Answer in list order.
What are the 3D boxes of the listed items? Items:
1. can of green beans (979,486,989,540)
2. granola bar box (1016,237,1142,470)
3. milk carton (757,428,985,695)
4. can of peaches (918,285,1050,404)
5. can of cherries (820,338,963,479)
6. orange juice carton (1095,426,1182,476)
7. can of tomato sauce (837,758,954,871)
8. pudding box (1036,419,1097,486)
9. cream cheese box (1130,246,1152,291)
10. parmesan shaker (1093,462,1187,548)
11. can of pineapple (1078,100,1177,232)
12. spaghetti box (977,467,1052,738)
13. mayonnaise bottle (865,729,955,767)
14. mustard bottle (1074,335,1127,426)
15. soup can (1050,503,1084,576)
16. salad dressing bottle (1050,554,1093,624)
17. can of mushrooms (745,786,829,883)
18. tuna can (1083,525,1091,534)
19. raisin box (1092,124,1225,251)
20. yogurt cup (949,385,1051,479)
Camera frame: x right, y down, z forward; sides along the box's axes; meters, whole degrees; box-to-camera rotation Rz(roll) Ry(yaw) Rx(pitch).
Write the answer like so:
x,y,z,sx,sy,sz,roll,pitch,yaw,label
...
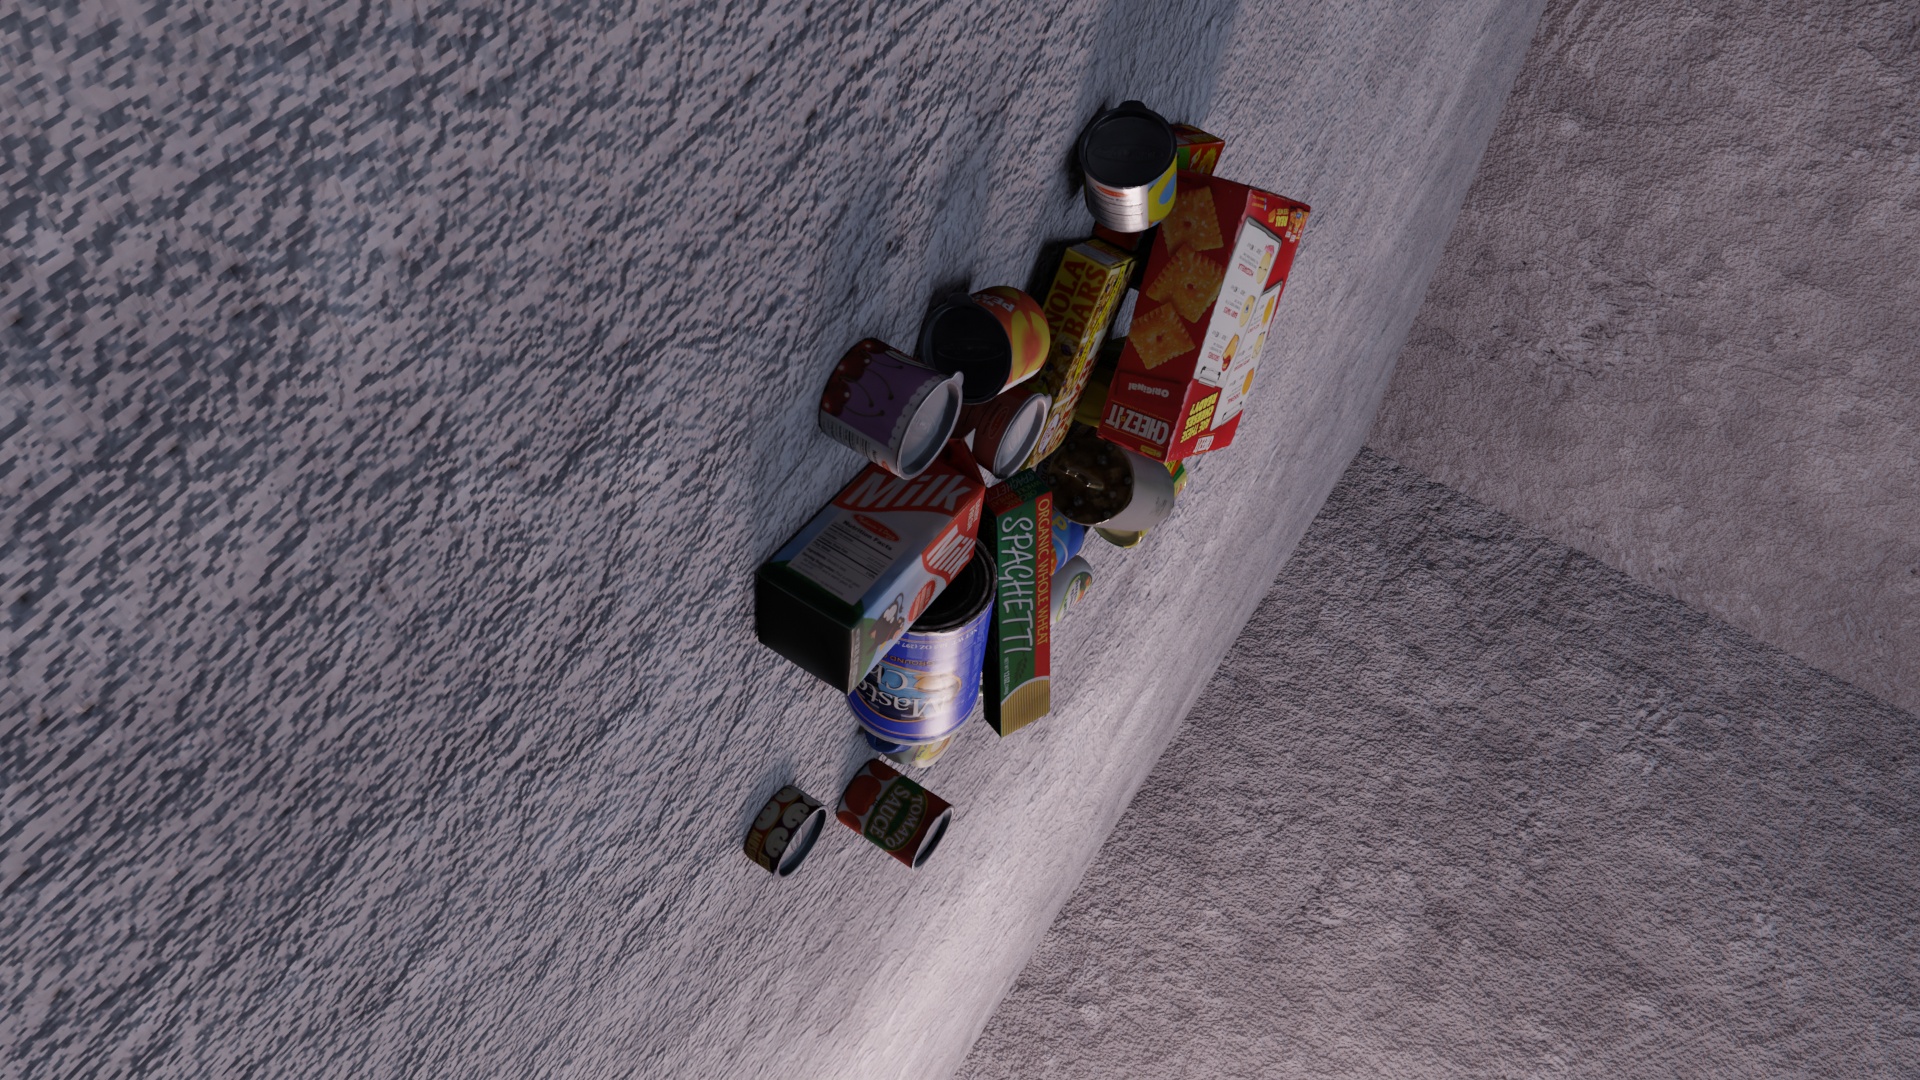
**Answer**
x,y,z,sx,sy,sz,roll,pitch,yaw,label
0.004,-0.012,1.044,0.071,0.058,0.071,-52,161,-26,can of green beans
0.080,-0.143,1.056,0.165,0.039,0.124,-67,170,21,granola bar box
-0.045,0.003,0.906,0.191,0.073,0.072,-48,158,-36,milk carton
0.016,-0.128,0.886,0.058,0.071,0.071,-34,148,-55,can of peaches
-0.039,-0.080,0.818,0.072,0.058,0.071,-50,159,-28,can of cherries
0.186,-0.112,1.369,0.072,0.073,0.192,-60,163,-3,orange juice carton
-0.058,0.241,1.226,0.071,0.083,0.070,-51,160,-27,can of tomato sauce
0.092,-0.065,1.253,0.050,0.030,0.083,-40,153,-46,pudding box
0.184,-0.253,1.176,0.104,0.053,0.024,-58,164,-6,cream cheese box
0.191,-0.050,1.490,0.103,0.071,0.071,-46,158,-36,parmesan shaker
0.118,-0.258,0.963,0.071,0.071,0.057,-57,162,-13,can of pineapple
0.041,0.054,1.046,0.050,0.029,0.248,-26,138,-22,spaghetti box
-0.044,0.169,1.222,0.064,0.041,0.148,-59,163,1,mayonnaise bottle
0.137,-0.146,1.202,0.161,0.065,0.048,-44,151,-55,mustard bottle
0.061,0.003,1.214,0.084,0.071,0.071,-39,153,-49,soup can
0.084,0.065,1.409,0.148,0.044,0.064,-40,152,-47,salad dressing bottle
-0.135,0.227,1.073,0.071,0.033,0.070,-52,161,-26,can of mushrooms
0.112,-0.033,1.354,0.071,0.033,0.070,-52,161,-26,tuna can
0.157,-0.277,1.086,0.124,0.040,0.085,-30,144,-56,raisin box
0.022,-0.085,0.988,0.073,0.054,0.072,-51,160,-27,yogurt cup
